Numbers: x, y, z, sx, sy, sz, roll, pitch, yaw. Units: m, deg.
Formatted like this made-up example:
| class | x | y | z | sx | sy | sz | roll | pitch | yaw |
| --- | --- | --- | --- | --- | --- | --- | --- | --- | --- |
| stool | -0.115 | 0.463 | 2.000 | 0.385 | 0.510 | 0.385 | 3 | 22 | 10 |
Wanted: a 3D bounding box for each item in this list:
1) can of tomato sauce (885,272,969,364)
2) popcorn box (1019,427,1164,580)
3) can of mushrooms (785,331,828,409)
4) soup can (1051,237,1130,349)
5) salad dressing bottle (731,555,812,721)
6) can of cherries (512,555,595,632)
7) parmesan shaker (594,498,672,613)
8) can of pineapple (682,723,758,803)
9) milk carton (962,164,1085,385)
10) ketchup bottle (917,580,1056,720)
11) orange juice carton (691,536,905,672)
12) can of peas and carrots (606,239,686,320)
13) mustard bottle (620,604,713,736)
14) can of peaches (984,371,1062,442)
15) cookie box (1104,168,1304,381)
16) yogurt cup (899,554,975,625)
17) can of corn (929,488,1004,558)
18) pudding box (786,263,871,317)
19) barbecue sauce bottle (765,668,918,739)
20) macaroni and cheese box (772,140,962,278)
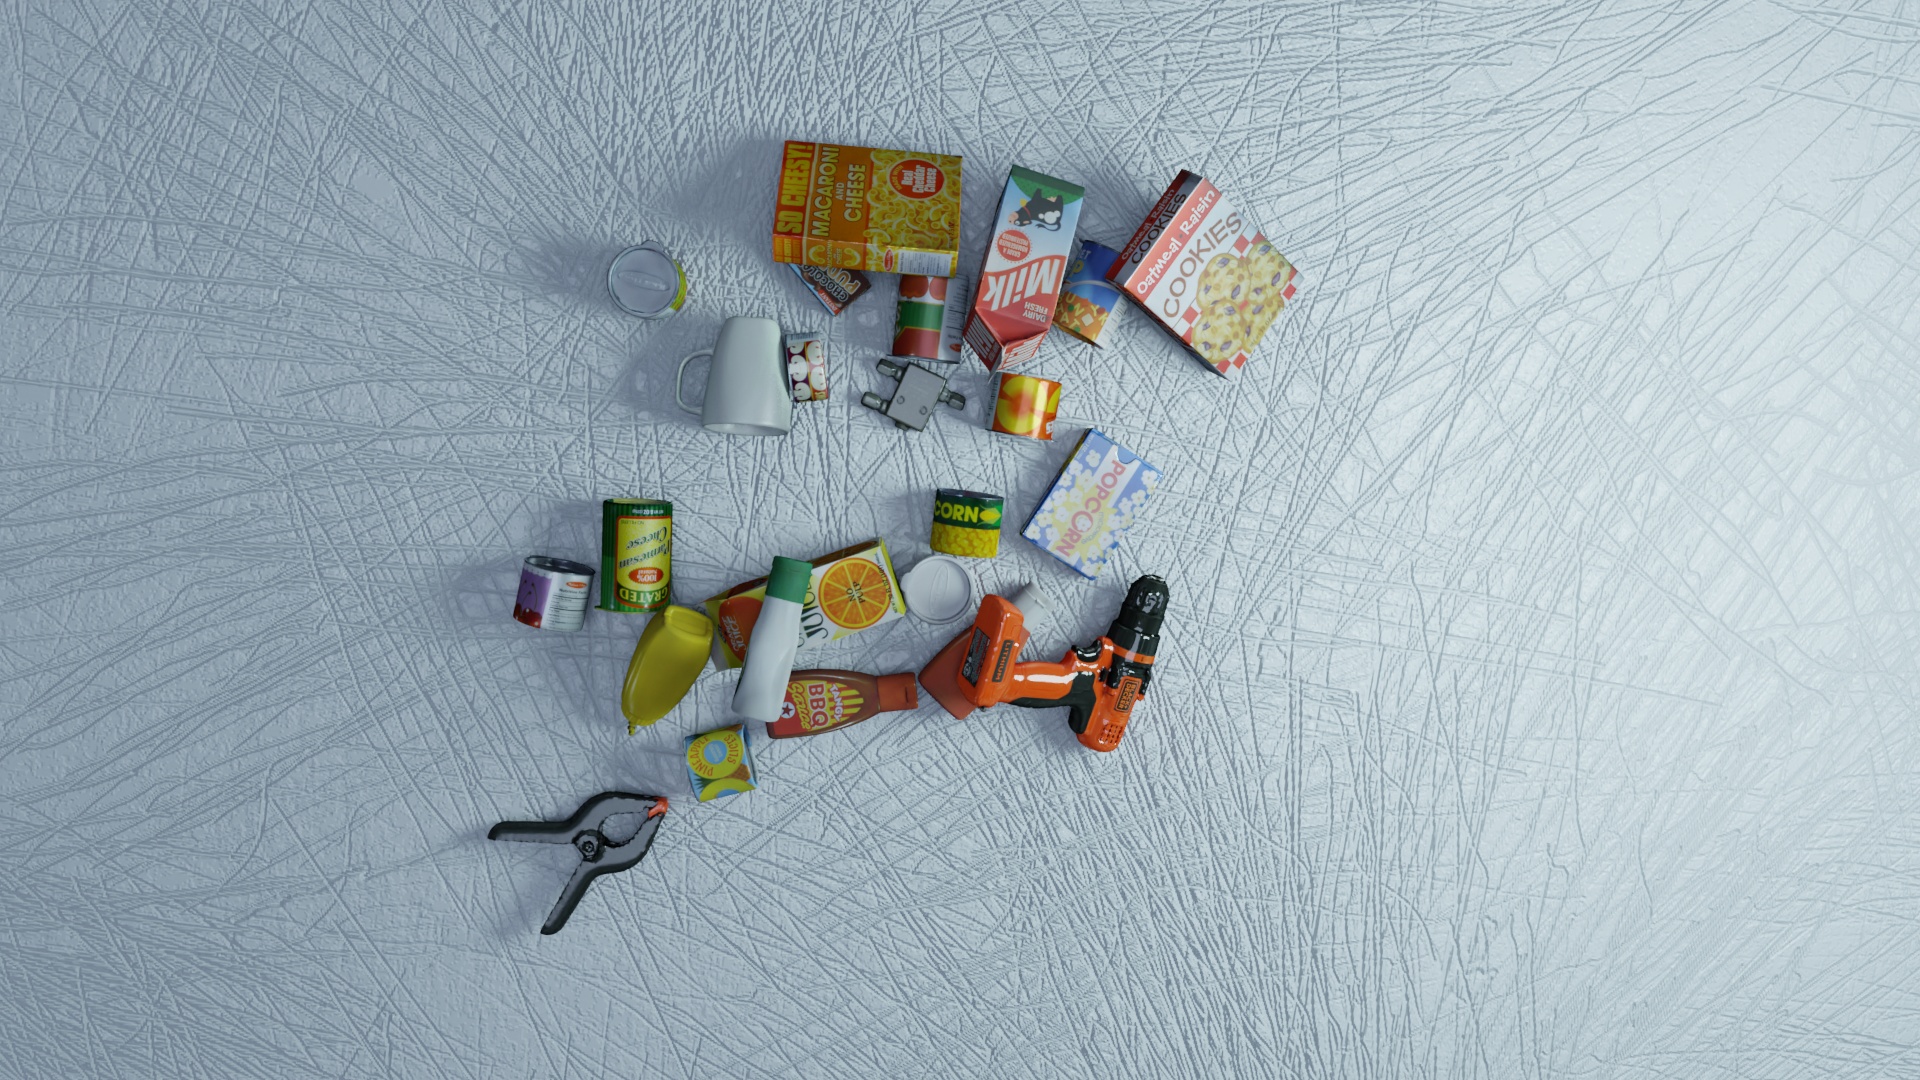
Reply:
| class | x | y | z | sx | sy | sz | roll | pitch | yaw |
| --- | --- | --- | --- | --- | --- | --- | --- | --- | --- |
| can of tomato sauce | -0.030 | -0.212 | 1.313 | 0.071 | 0.071 | 0.083 | 6 | 95 | -4 |
| popcorn box | 0.127 | -0.035 | 1.354 | 0.085 | 0.038 | 0.126 | 33 | 93 | -5 |
| can of mushrooms | -0.145 | -0.161 | 1.310 | 0.033 | 0.071 | 0.071 | -8 | 96 | -4 |
| soup can | 0.125 | -0.235 | 1.321 | 0.071 | 0.071 | 0.083 | 28 | 94 | -6 |
| salad dressing bottle | -0.170 | 0.088 | 1.264 | 0.044 | 0.064 | 0.147 | 14 | 88 | 6 |
| can of cherries | -0.387 | 0.050 | 1.318 | 0.071 | 0.071 | 0.058 | 13 | 96 | -5 |
| parmesan shaker | -0.309 | 0.014 | 1.315 | 0.071 | 0.071 | 0.103 | 2 | 96 | -4 |
| can of pineapple | -0.231 | 0.214 | 1.340 | 0.058 | 0.071 | 0.071 | -14 | 97 | -3 |
| milk carton | 0.054 | -0.240 | 1.283 | 0.073 | 0.072 | 0.191 | 16 | 76 | -5 |
| ketchup bottle | 0.030 | 0.104 | 1.359 | 0.149 | 0.043 | 0.064 | -45 | 102 | 1 |
| orange juice carton | -0.154 | 0.064 | 1.328 | 0.193 | 0.073 | 0.071 | -19 | 98 | -1 |
| can of peas and carrots | -0.291 | -0.242 | 1.296 | 0.071 | 0.059 | 0.071 | 0 | 95 | -4 |
| mustard bottle | -0.289 | 0.131 | 1.323 | 0.065 | 0.049 | 0.159 | 23 | 123 | -19 |
| can of peaches | 0.063 | -0.128 | 1.326 | 0.071 | 0.071 | 0.058 | 9 | 95 | -5 |
| cookie box | 0.230 | -0.247 | 1.304 | 0.167 | 0.040 | 0.123 | 33 | 94 | -34 |
| yogurt cup | -0.021 | 0.044 | 1.344 | 0.072 | 0.054 | 0.072 | 0 | 96 | -4 |
| can of corn | 0.005 | -0.017 | 1.332 | 0.071 | 0.071 | 0.058 | 7 | 96 | -4 |
| pudding box | -0.129 | -0.259 | 1.319 | 0.049 | 0.030 | 0.083 | -40 | 97 | 2 |
| barbecue sauce bottle | -0.116 | 0.154 | 1.355 | 0.149 | 0.044 | 0.064 | -6 | 95 | -3 |
| macaroni and cheese box | -0.084 | -0.306 | 1.282 | 0.166 | 0.040 | 0.124 | 4 | 58 | -3 |
